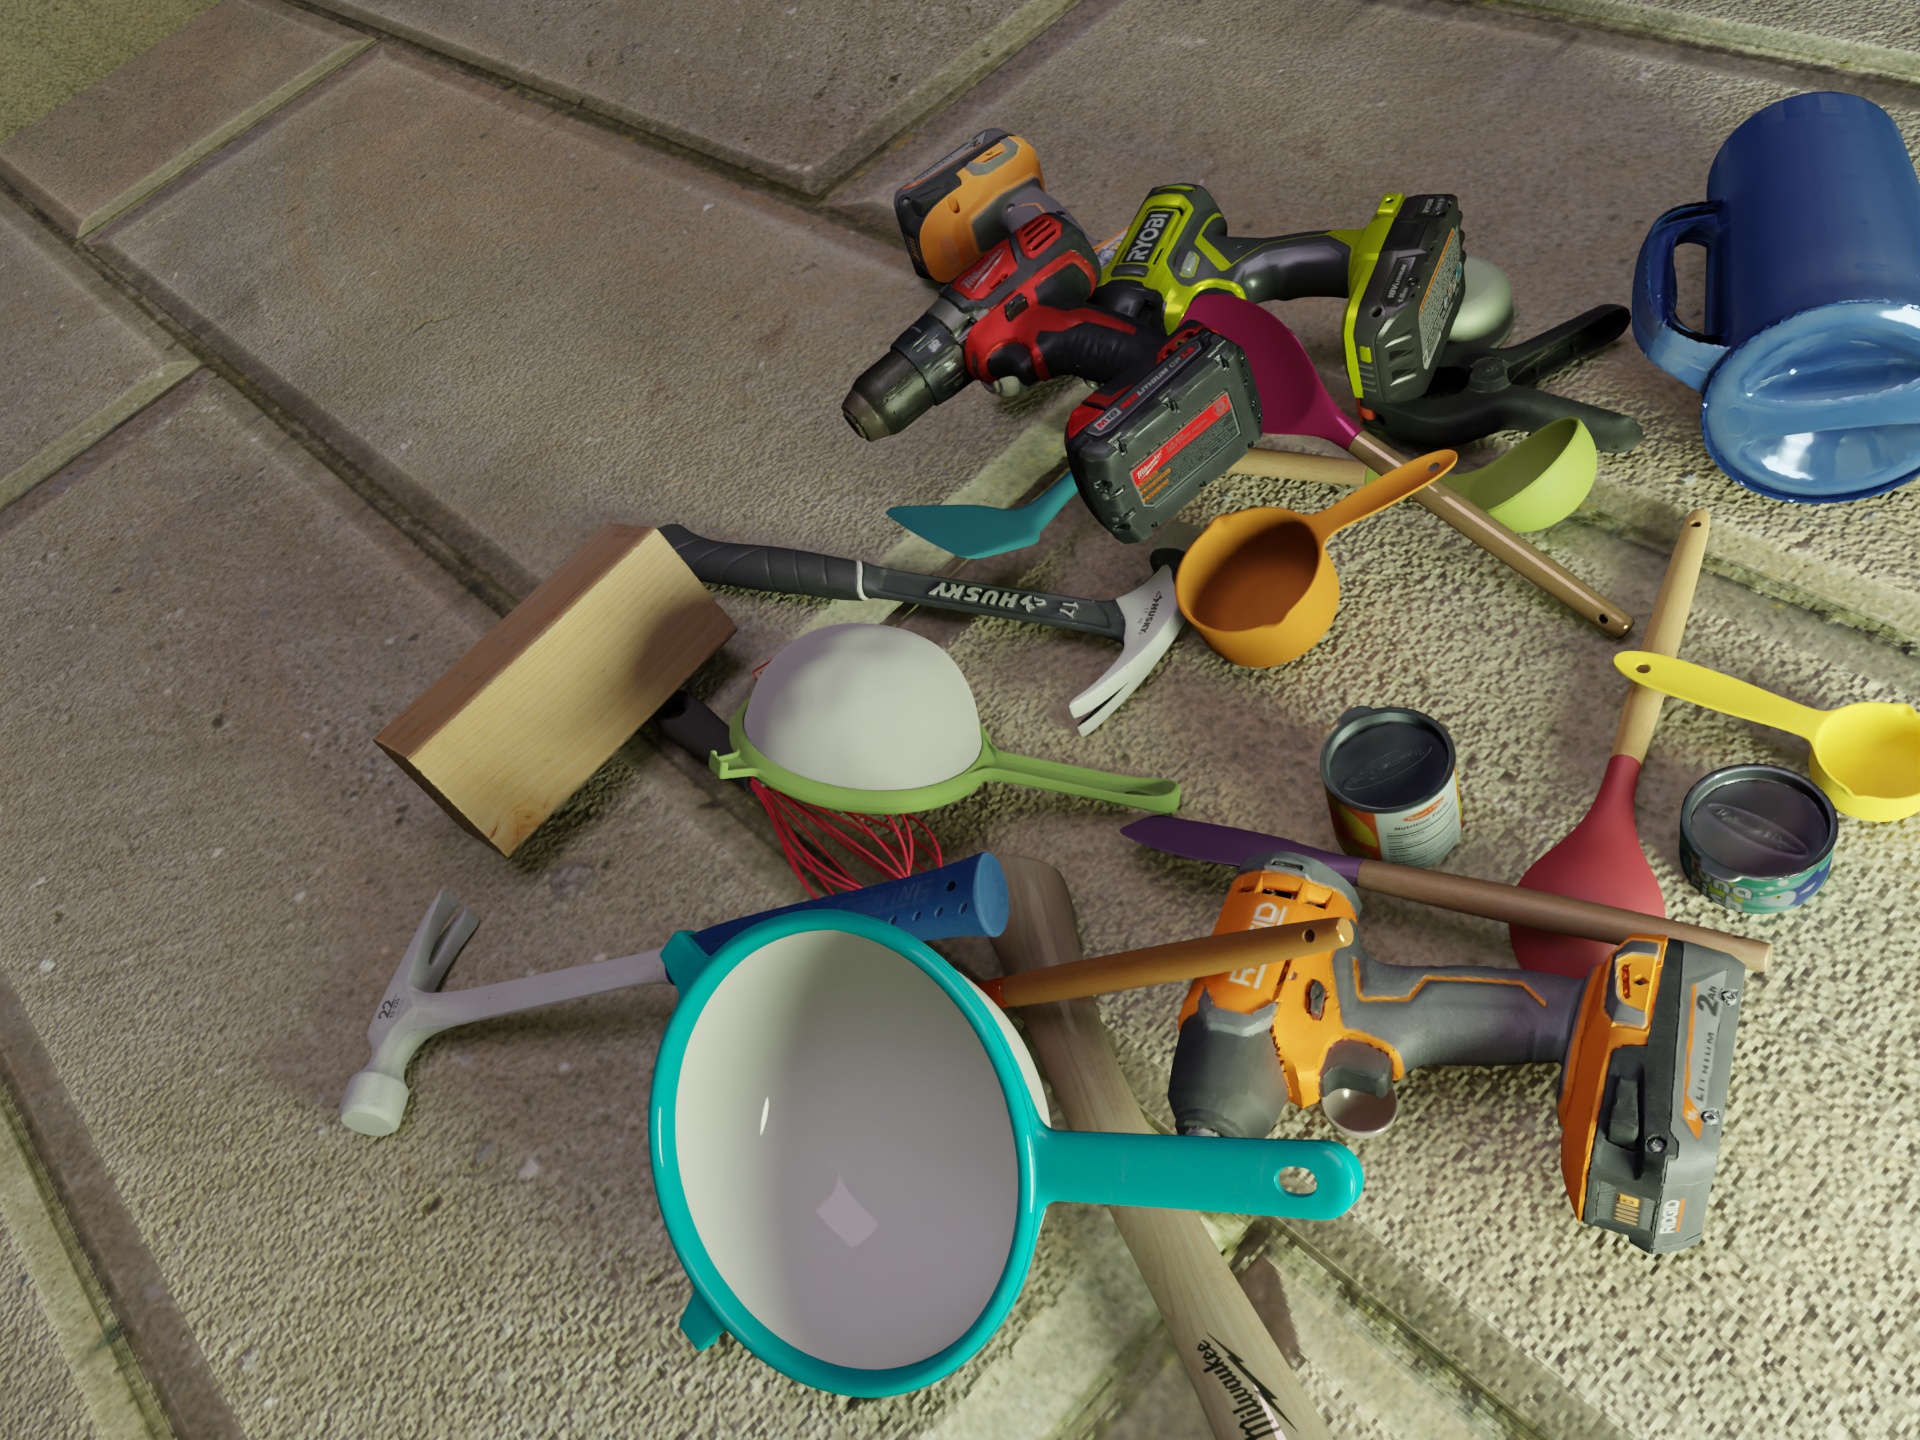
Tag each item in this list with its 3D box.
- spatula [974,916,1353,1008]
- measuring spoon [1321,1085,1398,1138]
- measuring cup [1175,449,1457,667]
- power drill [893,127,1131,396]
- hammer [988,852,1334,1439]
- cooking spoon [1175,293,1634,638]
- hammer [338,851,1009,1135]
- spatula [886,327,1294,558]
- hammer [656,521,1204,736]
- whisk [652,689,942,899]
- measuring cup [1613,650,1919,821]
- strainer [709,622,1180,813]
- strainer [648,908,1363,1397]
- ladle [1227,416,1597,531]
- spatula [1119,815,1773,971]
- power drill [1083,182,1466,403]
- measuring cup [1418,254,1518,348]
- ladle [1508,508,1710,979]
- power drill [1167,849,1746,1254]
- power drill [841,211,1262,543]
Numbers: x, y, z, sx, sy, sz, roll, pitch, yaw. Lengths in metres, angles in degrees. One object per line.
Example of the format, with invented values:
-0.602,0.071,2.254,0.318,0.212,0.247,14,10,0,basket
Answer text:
0.036,0.126,0.755,0.322,0.041,0.081,-19,70,39,spatula
0.185,0.148,0.763,0.034,0.018,0.124,-5,43,8,measuring spoon
0.209,-0.094,0.910,0.173,0.052,0.095,-30,48,10,measuring cup
0.042,-0.337,1.183,0.185,0.084,0.226,-39,53,-12,power drill
0.077,0.222,0.726,0.146,0.038,0.411,-27,47,0,hammer
0.247,-0.146,0.913,0.319,0.068,0.017,41,33,21,cooking spoon
-0.161,0.126,0.852,0.405,0.035,0.144,-15,46,25,hammer
0.100,-0.181,1.013,0.317,0.044,0.082,-36,44,-20,spatula
-0.050,-0.084,1.035,0.409,0.036,0.149,10,57,29,hammer
-0.107,0.043,0.939,0.073,0.073,0.296,-42,43,-15,whisk
0.398,0.003,0.783,0.157,0.029,0.062,27,65,34,measuring cup
-0.001,-0.003,0.882,0.256,0.069,0.151,11,27,9,strainer
0.018,0.184,0.701,0.340,0.095,0.211,-6,86,30,strainer
0.225,-0.165,0.980,0.320,0.062,0.078,13,50,33,ladle
0.217,0.079,0.768,0.316,0.018,0.059,10,16,35,spatula
0.193,-0.269,1.015,0.223,0.080,0.171,11,58,29,power drill
0.323,-0.308,1.071,0.083,0.038,0.168,-10,51,13,measuring cup
0.346,0.003,0.811,0.069,0.031,0.315,11,55,29,ladle
0.205,0.149,0.689,0.226,0.084,0.164,10,48,26,power drill
0.047,-0.199,0.953,0.188,0.080,0.227,-40,51,-5,power drill
